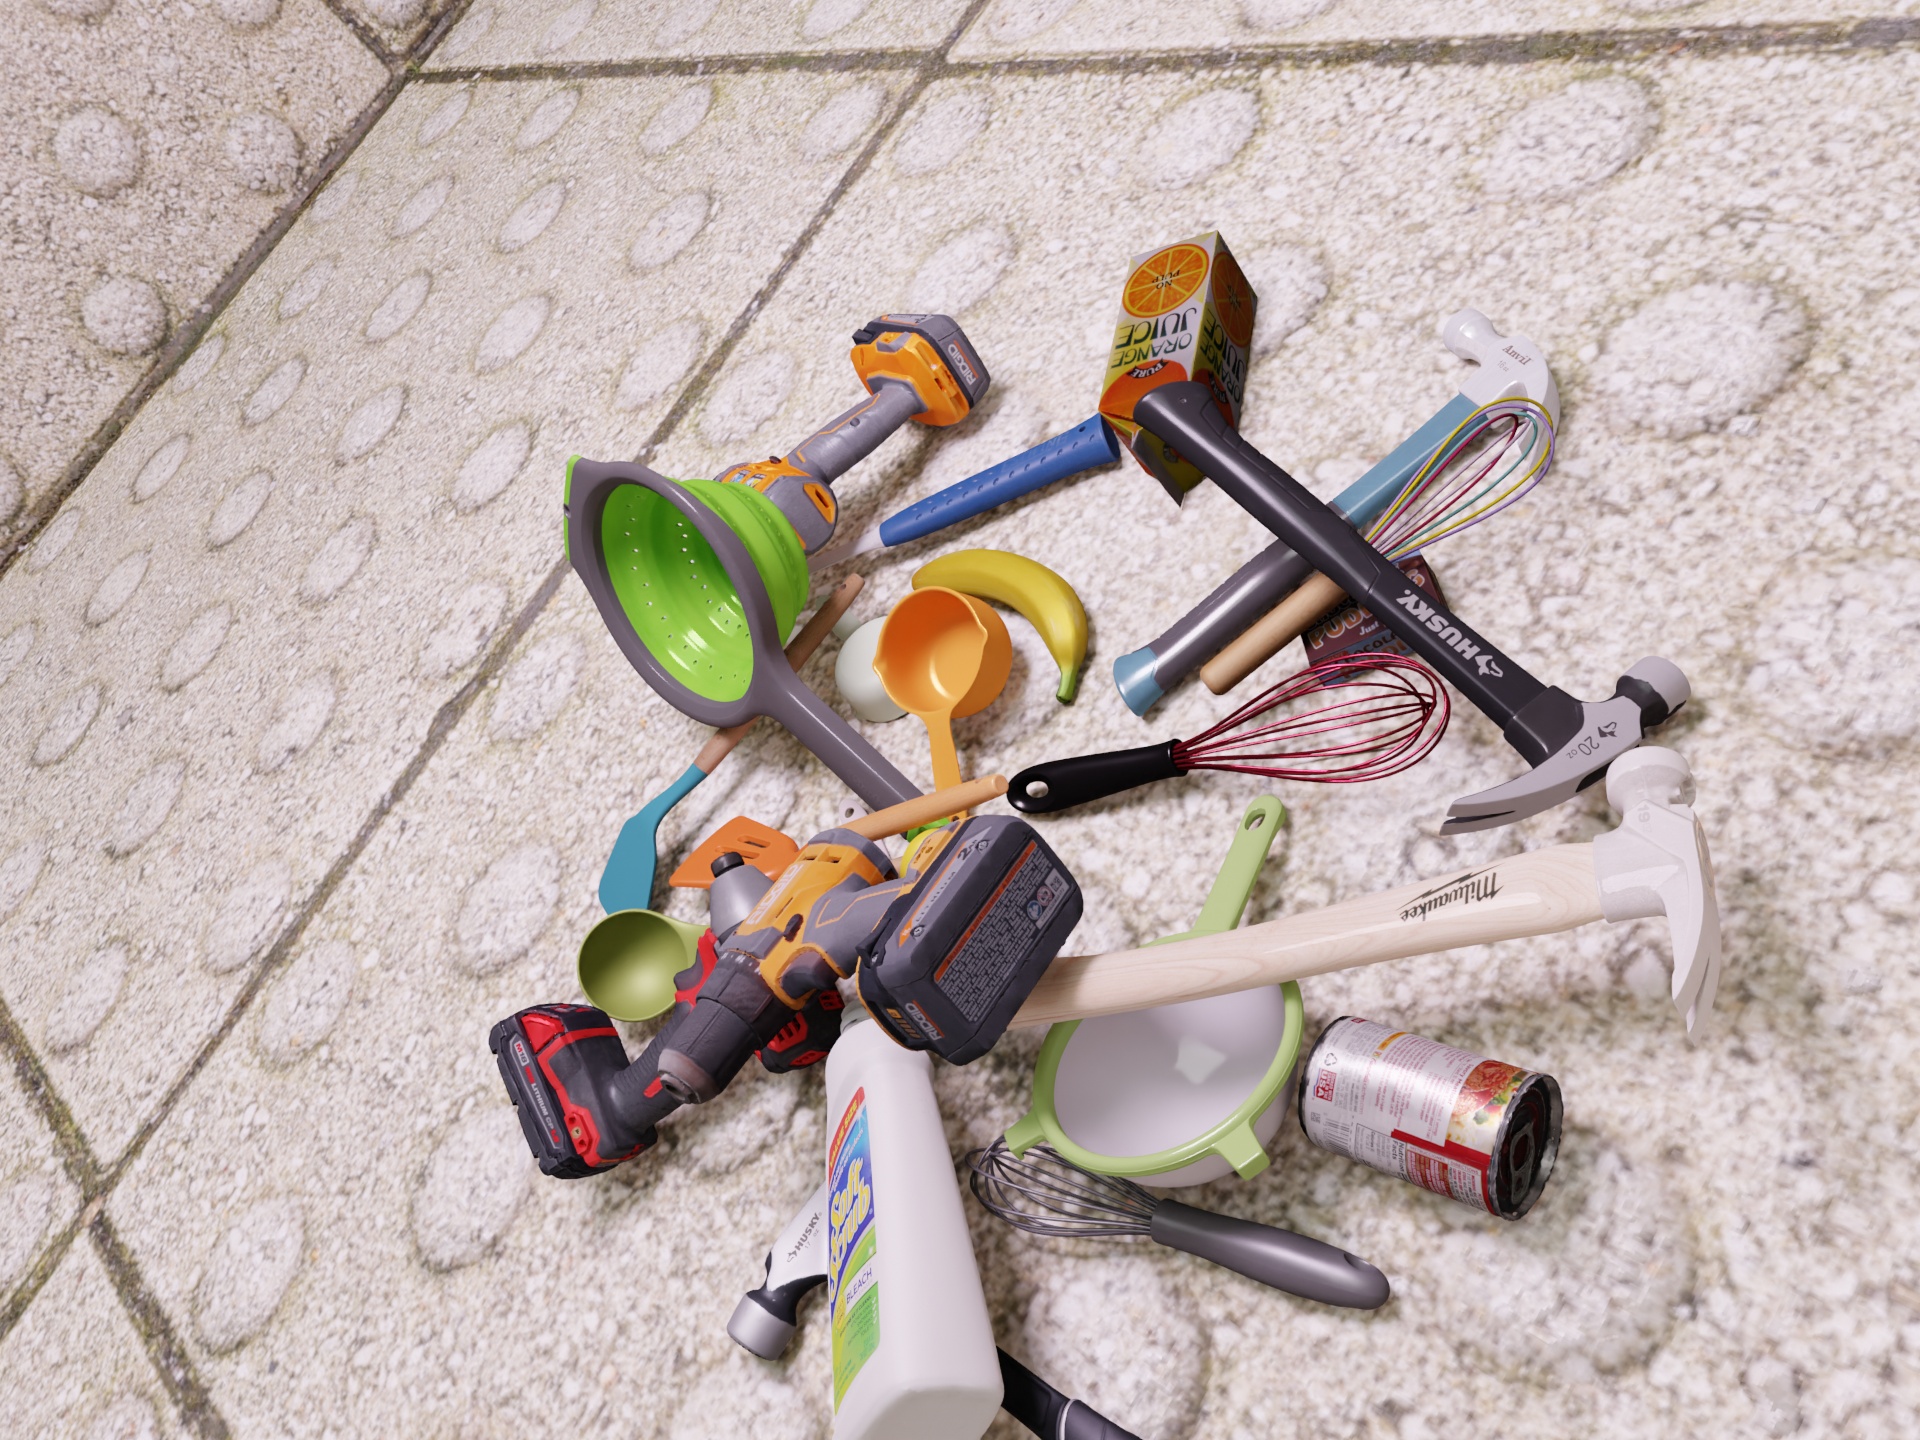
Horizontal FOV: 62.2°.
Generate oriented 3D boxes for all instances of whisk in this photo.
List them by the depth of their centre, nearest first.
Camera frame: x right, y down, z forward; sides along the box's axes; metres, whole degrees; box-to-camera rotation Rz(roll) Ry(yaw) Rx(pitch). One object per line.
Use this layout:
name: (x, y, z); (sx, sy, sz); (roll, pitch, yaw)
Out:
whisk: (0.102, 0.253, 0.806); (0.239, 0.055, 0.055); (7, 64, 37)
whisk: (0.236, -0.100, 0.921); (0.245, 0.047, 0.051); (-40, 48, 11)
whisk: (0.146, 0.019, 0.937); (0.296, 0.073, 0.073); (-15, 51, 37)

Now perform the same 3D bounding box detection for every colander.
colander: (-0.118, -0.053, 1.110); (0.397, 0.204, 0.094); (41, 52, 19)

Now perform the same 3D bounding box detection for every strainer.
strainer: (0.139, 0.150, 0.853); (0.151, 0.069, 0.256); (-8, 37, 39)

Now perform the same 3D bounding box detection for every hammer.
hammer: (0.149, 0.121, 0.777); (0.410, 0.038, 0.146); (-17, 35, 30)
hammer: (0.045, 0.340, 0.793); (0.409, 0.036, 0.149); (19, 71, 44)
hammer: (0.214, -0.079, 0.865); (0.146, 0.035, 0.335); (-35, 63, -16)
hammer: (0.229, -0.120, 0.994); (0.331, 0.033, 0.128); (-39, 42, 7)
hammer: (-0.068, -0.143, 1.227); (0.405, 0.035, 0.144); (-21, 36, 21)

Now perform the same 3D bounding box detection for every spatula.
spatula: (-0.081, 0.069, 1.039); (0.322, 0.041, 0.081); (-22, 19, 49)
spatula: (-0.170, 0.020, 1.182); (0.317, 0.044, 0.082); (-51, 41, -3)

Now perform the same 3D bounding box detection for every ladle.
ladle: (-0.122, 0.128, 1.049); (0.320, 0.062, 0.078); (-22, 81, 27)

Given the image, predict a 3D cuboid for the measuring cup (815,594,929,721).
measuring cup: (-0.078, -0.062, 1.183); (0.083, 0.038, 0.168); (-46, 44, 1)

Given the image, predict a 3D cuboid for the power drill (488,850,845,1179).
power drill: (-0.185, 0.189, 1.019); (0.219, 0.078, 0.143); (-32, 73, 15)

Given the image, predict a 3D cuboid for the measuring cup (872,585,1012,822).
measuring cup: (-0.002, -0.003, 1.077); (0.095, 0.052, 0.174); (-14, 79, 32)

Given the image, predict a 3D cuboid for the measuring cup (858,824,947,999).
measuring cup: (-0.034, 0.135, 0.982); (0.062, 0.029, 0.156); (32, 98, 18)

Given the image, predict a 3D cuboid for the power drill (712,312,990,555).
power drill: (-0.102, -0.225, 1.262); (0.226, 0.084, 0.164); (-46, 32, -15)

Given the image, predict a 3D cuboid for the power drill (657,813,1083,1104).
power drill: (-0.061, 0.134, 0.865); (0.226, 0.084, 0.185); (-10, 34, 52)

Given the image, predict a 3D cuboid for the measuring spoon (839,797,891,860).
measuring spoon: (-0.060, 0.091, 1.069); (0.034, 0.018, 0.124); (-40, 46, 6)
